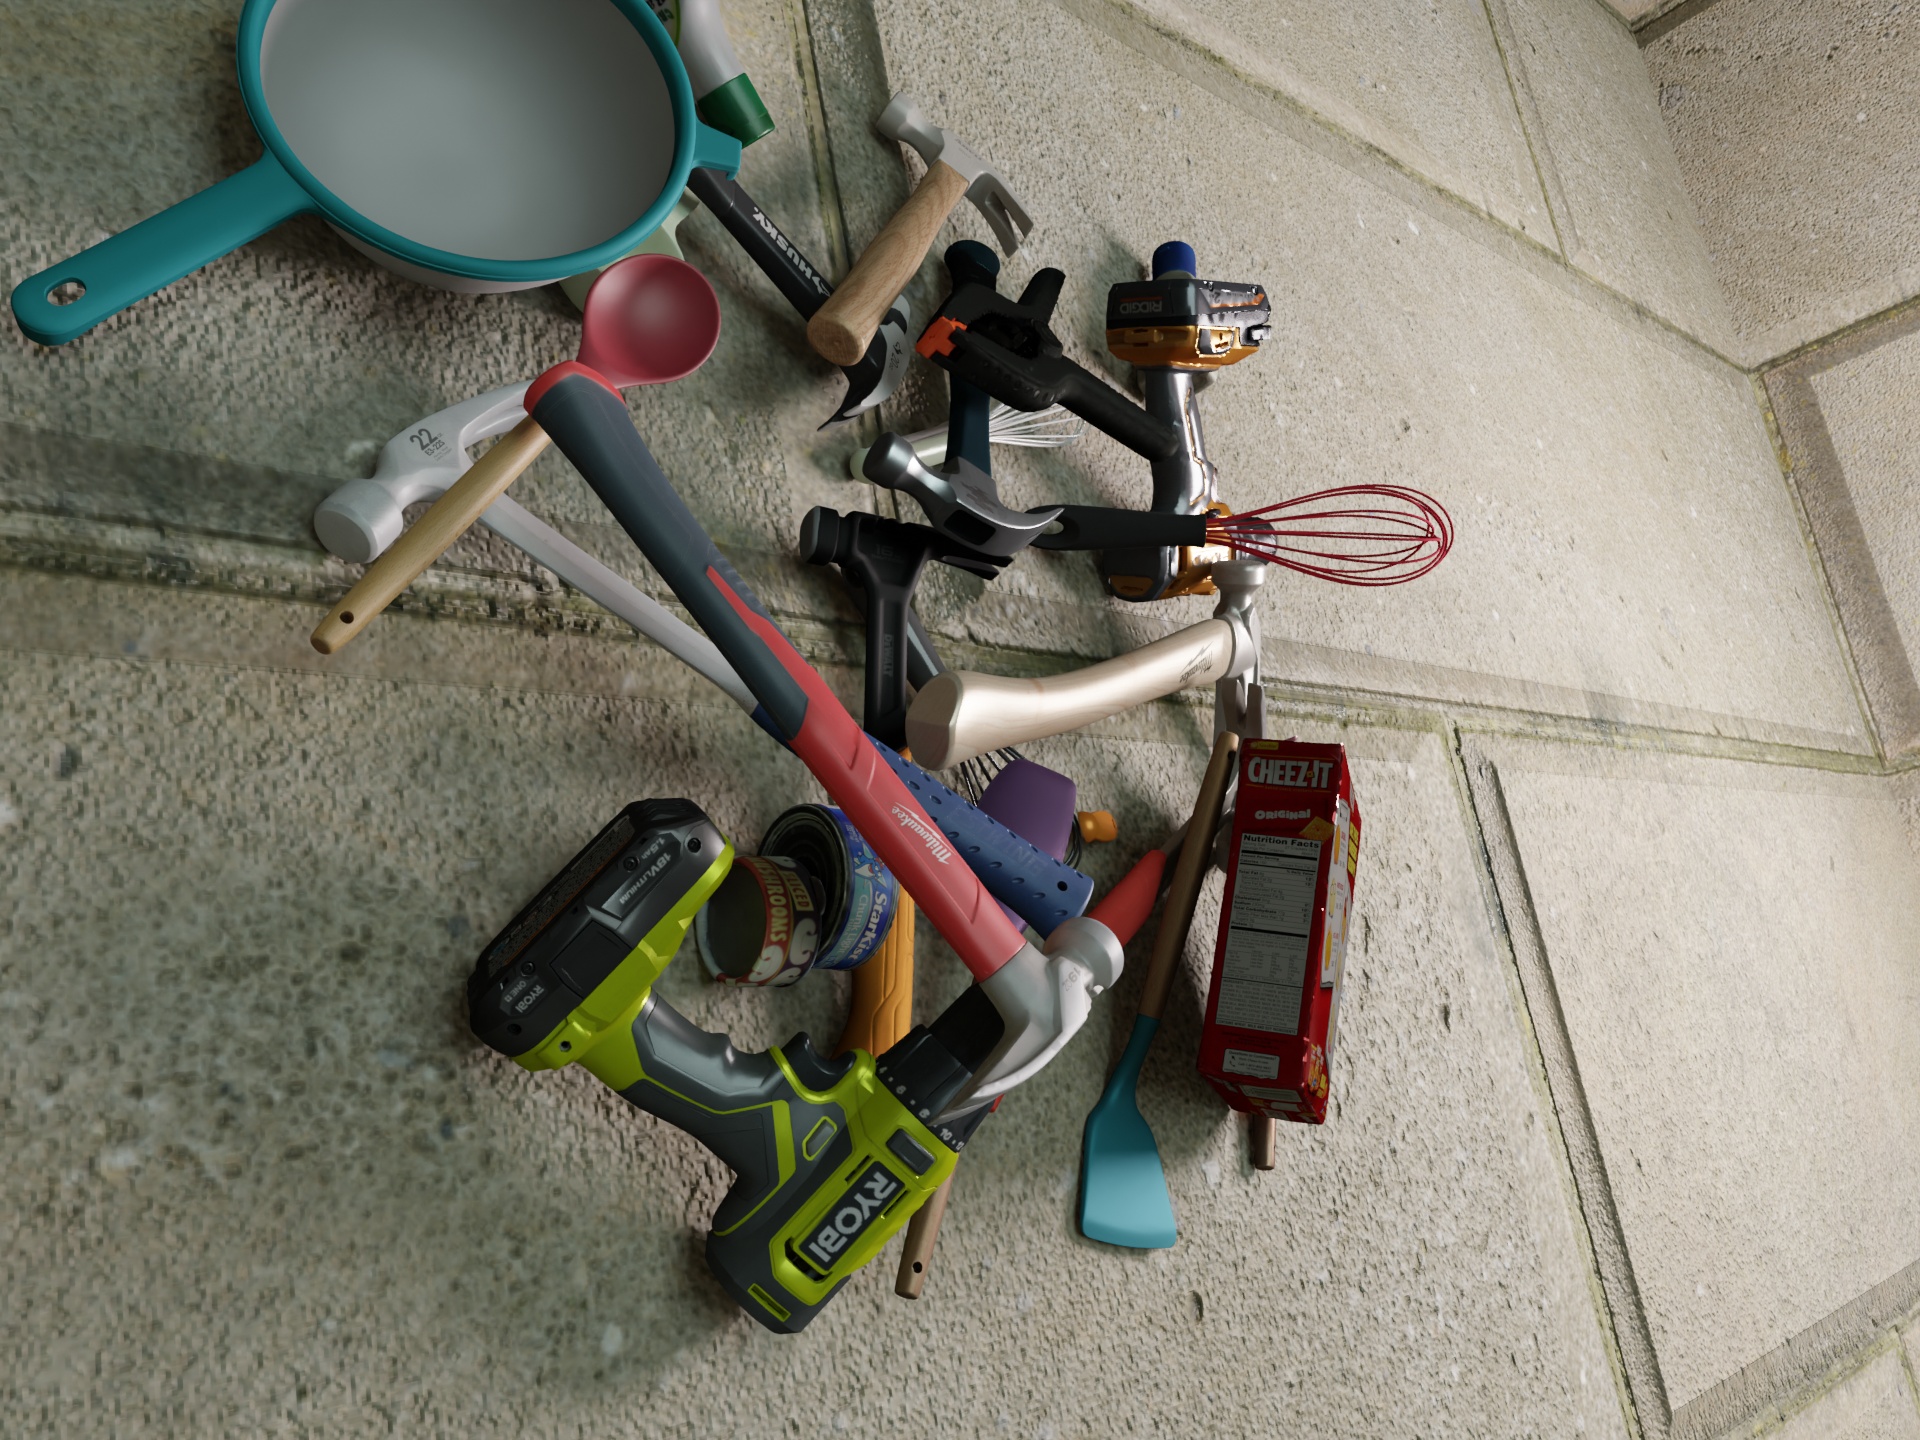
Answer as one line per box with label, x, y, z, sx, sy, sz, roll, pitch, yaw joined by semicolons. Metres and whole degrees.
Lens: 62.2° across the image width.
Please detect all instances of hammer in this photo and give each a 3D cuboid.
hammer;0.100;0.112;0.988;0.359;0.037;0.149;-38;133;-43
hammer;0.006;-0.220;1.017;0.128;0.033;0.331;32;36;-24
hammer;-0.146;-0.310;0.919;0.334;0.035;0.146;45;35;-31
hammer;-0.035;0.045;0.889;0.127;0.034;0.337;10;69;-22
hammer;-0.032;-0.307;1.016;0.130;0.031;0.331;34;38;-11
hammer;-0.081;-0.001;0.721;0.386;0.038;0.143;51;37;3
hammer;0.096;-0.013;1.001;0.410;0.038;0.146;-16;110;-55
hammer;-0.105;-0.022;0.791;0.405;0.035;0.144;35;46;-7

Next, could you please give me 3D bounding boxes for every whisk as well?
whisk;0.014;-0.196;1.070;0.246;0.058;0.059;-27;120;-44
whisk;-0.001;-0.003;0.965;0.239;0.055;0.055;56;42;-6
whisk;0.185;-0.128;1.081;0.073;0.296;0.073;1;91;-86

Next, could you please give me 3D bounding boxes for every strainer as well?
strainer;-0.287;-0.253;0.765;0.340;0.095;0.211;-42;91;-27

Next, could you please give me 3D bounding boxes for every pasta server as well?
pasta server;0.222;0.157;1.126;0.060;0.040;0.316;53;37;-55

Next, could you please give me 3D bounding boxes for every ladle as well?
ladle;-0.207;-0.133;0.762;0.069;0.031;0.316;39;47;-11

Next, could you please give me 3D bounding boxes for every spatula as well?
spatula;0.009;0.155;0.869;0.059;0.018;0.316;22;58;-10
spatula;0.132;0.160;0.981;0.082;0.044;0.317;21;83;-35

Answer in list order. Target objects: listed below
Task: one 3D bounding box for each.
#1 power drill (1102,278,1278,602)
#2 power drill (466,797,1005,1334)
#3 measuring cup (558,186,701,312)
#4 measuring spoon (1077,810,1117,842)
power drill;0.180;-0.205;1.177;0.185;0.084;0.226;-13;106;-47
power drill;-0.089;0.143;0.730;0.190;0.080;0.228;-46;107;-8
measuring cup;-0.182;-0.281;0.917;0.083;0.038;0.168;47;36;-23
measuring spoon;0.091;0.066;1.012;0.117;0.011;0.021;12;61;-75
